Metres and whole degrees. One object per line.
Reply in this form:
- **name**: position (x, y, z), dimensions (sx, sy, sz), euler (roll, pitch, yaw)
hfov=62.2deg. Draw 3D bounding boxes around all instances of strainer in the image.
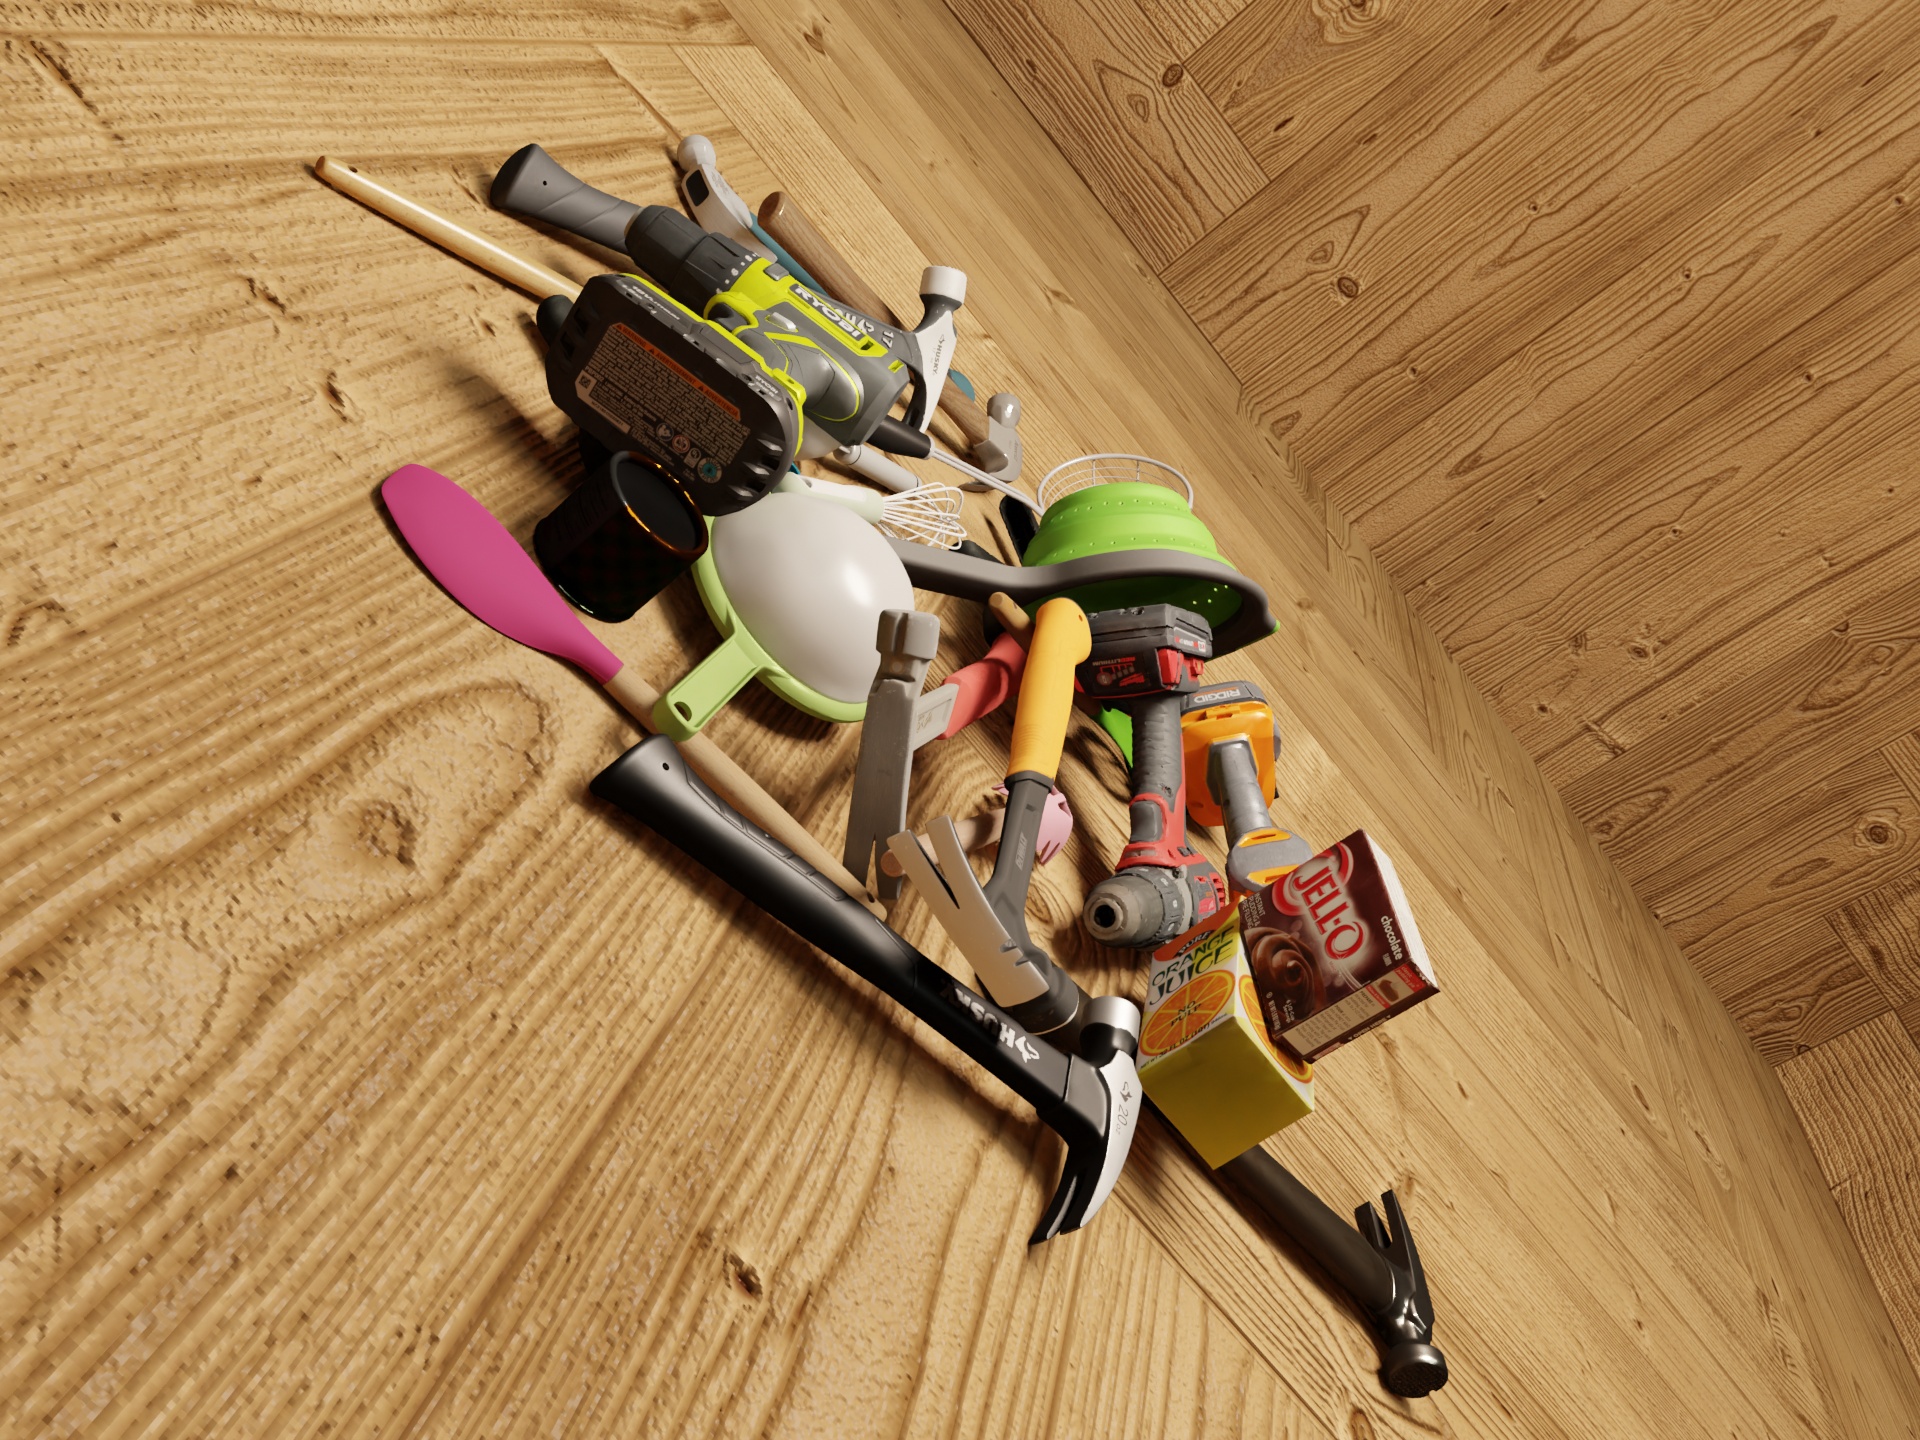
- **strainer**: position (-0.087, -0.058, 0.840), dimensions (0.151, 0.069, 0.256), euler (51, 25, -9)
- **strainer**: position (-0.084, -0.190, 1.121), dimensions (0.087, 0.050, 0.258), euler (35, 8, 25)

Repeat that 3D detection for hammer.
- **hammer**: position (-0.145, -0.301, 1.109), dimensions (0.408, 0.036, 0.149), euler (10, 91, -49)
- **hammer**: position (-0.100, -0.350, 1.323), dimensions (0.330, 0.033, 0.128), euler (29, 32, -44)
- **hammer**: position (-0.048, -0.302, 1.293), dimensions (0.331, 0.031, 0.130), euler (40, 40, -41)
- **hammer**: position (-0.002, -0.003, 0.972), dimensions (0.359, 0.037, 0.149), euler (-31, 130, -76)
- **hammer**: position (0.158, 0.251, 0.971), dimensions (0.410, 0.038, 0.146), euler (43, 24, -22)
- **hammer**: position (0.036, 0.016, 0.880), dimensions (0.127, 0.034, 0.337), euler (56, 25, -22)
- **hammer**: position (-0.038, 0.119, 0.763), dimensions (0.334, 0.035, 0.146), euler (40, 39, -22)

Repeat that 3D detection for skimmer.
- **skimmer**: position (0.032, -0.214, 1.228), dimensions (0.363, 0.090, 0.127), euler (18, 26, -41)

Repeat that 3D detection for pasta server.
- **pasta server**: position (0.012, 0.064, 0.900), dimensions (0.060, 0.040, 0.316), euler (57, 17, 8)

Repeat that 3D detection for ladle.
- **ladle**: position (-0.236, -0.254, 0.941), dimensions (0.315, 0.031, 0.069), euler (20, 40, -50)

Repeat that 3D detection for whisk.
- **whisk**: position (-0.058, -0.143, 1.074), dimensions (0.058, 0.059, 0.246), euler (42, 17, 17)

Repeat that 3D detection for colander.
- **colander**: position (0.051, -0.121, 1.105), dimensions (0.396, 0.204, 0.095), euler (10, 68, -37)

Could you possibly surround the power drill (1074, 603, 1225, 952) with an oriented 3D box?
- **power drill**: position (0.118, 0.041, 1.048), dimensions (0.187, 0.080, 0.227), euler (4, 80, -66)

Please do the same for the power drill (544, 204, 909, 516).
- **power drill**: position (-0.139, -0.214, 0.902), dimensions (0.190, 0.080, 0.229), euler (37, 27, -5)

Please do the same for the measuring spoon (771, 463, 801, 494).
- **measuring spoon**: position (-0.154, -0.166, 0.992), dimensions (0.128, 0.021, 0.042), euler (19, 42, -39)

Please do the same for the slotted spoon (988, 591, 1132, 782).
- **slotted spoon**: position (0.085, -0.018, 1.120), dimensions (0.313, 0.031, 0.070), euler (42, 27, -58)

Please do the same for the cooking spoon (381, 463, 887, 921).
- **cooking spoon**: position (-0.148, -0.005, 0.766), dimensions (0.318, 0.017, 0.069), euler (45, 26, -17)

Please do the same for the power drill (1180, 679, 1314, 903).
- **power drill**: position (0.221, 0.097, 1.218), dimensions (0.227, 0.084, 0.164), euler (-97, 176, -48)
